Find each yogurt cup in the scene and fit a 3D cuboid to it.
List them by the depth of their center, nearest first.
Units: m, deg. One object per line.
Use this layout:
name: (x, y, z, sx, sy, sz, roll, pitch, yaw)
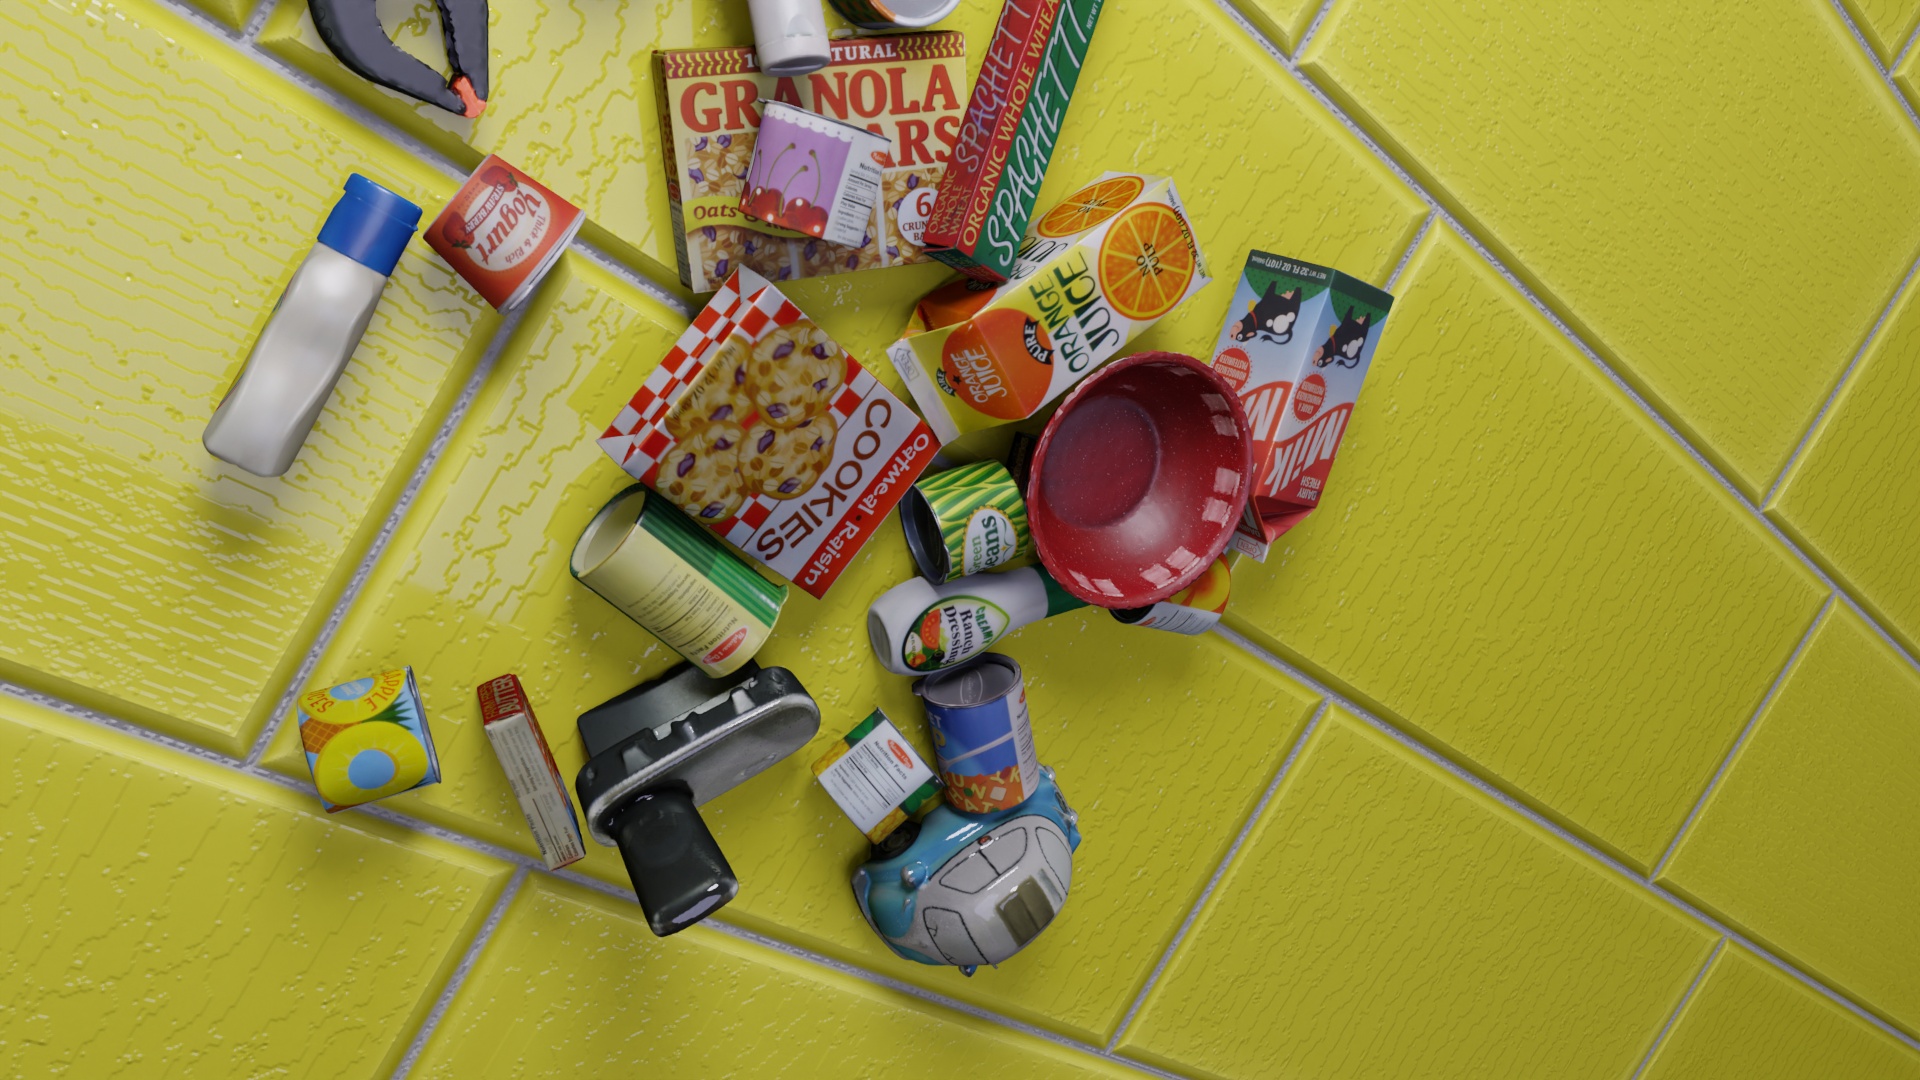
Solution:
yogurt cup: (-0.228, -0.154, 0.691, 0.054, 0.072, 0.072, 39, 88, -23)

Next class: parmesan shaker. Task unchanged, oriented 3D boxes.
parmesan shaker: (-0.158, 0.021, 0.783, 0.071, 0.071, 0.103, -49, 120, -3)

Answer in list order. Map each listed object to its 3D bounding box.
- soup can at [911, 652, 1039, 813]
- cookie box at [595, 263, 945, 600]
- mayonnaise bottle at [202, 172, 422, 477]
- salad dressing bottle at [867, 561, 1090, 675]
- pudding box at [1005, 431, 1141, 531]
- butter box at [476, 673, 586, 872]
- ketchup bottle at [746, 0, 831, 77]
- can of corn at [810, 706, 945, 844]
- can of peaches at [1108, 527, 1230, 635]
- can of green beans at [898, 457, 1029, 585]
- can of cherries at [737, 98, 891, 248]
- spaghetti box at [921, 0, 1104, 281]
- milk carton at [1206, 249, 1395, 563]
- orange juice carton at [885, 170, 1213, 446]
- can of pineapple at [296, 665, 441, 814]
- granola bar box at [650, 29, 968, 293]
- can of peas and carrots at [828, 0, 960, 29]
soup can: (0.011, 0.125, 0.905, 0.071, 0.071, 0.083, -20, 115, -19)
cookie box: (-0.100, -0.055, 0.779, 0.123, 0.040, 0.167, -52, 136, -1)
mayonnaise bottle: (-0.311, -0.104, 0.670, 0.041, 0.065, 0.148, 28, 89, -23)
salad dressing bottle: (0.016, 0.043, 0.890, 0.148, 0.044, 0.064, -16, 123, -21)
pudding box: (0.070, -0.037, 0.897, 0.084, 0.030, 0.049, 9, 102, -29)
butter box: (-0.243, 0.131, 0.788, 0.024, 0.053, 0.103, -22, 115, -15)
ketchup bottle: (-0.096, -0.309, 0.690, 0.065, 0.043, 0.148, -13, 95, -21)
can of corn: (-0.053, 0.150, 0.883, 0.058, 0.071, 0.071, -40, 120, -7)
can of peaches: (0.139, 0.025, 0.932, 0.058, 0.071, 0.071, 13, 102, -29)
can of green beans: (0.002, -0.012, 0.851, 0.058, 0.071, 0.071, -18, 115, -20)
can of cherries: (-0.077, -0.187, 0.707, 0.071, 0.071, 0.058, 10, 104, -29)
spaghetti box: (0.042, -0.268, 0.773, 0.050, 0.029, 0.250, 21, 87, -47)
milk carton: (0.206, -0.086, 0.915, 0.073, 0.072, 0.190, 9, 104, -42)
orange juice carton: (0.048, -0.137, 0.822, 0.193, 0.073, 0.071, -37, 119, -13)
can of pineapple: (-0.313, 0.104, 0.736, 0.058, 0.071, 0.070, -15, 114, -21)
granola bar box: (-0.077, -0.209, 0.760, 0.166, 0.039, 0.123, -12, 113, -22)
can of peas and carrots: (-0.036, -0.308, 0.734, 0.071, 0.059, 0.070, -9, 111, -24)
